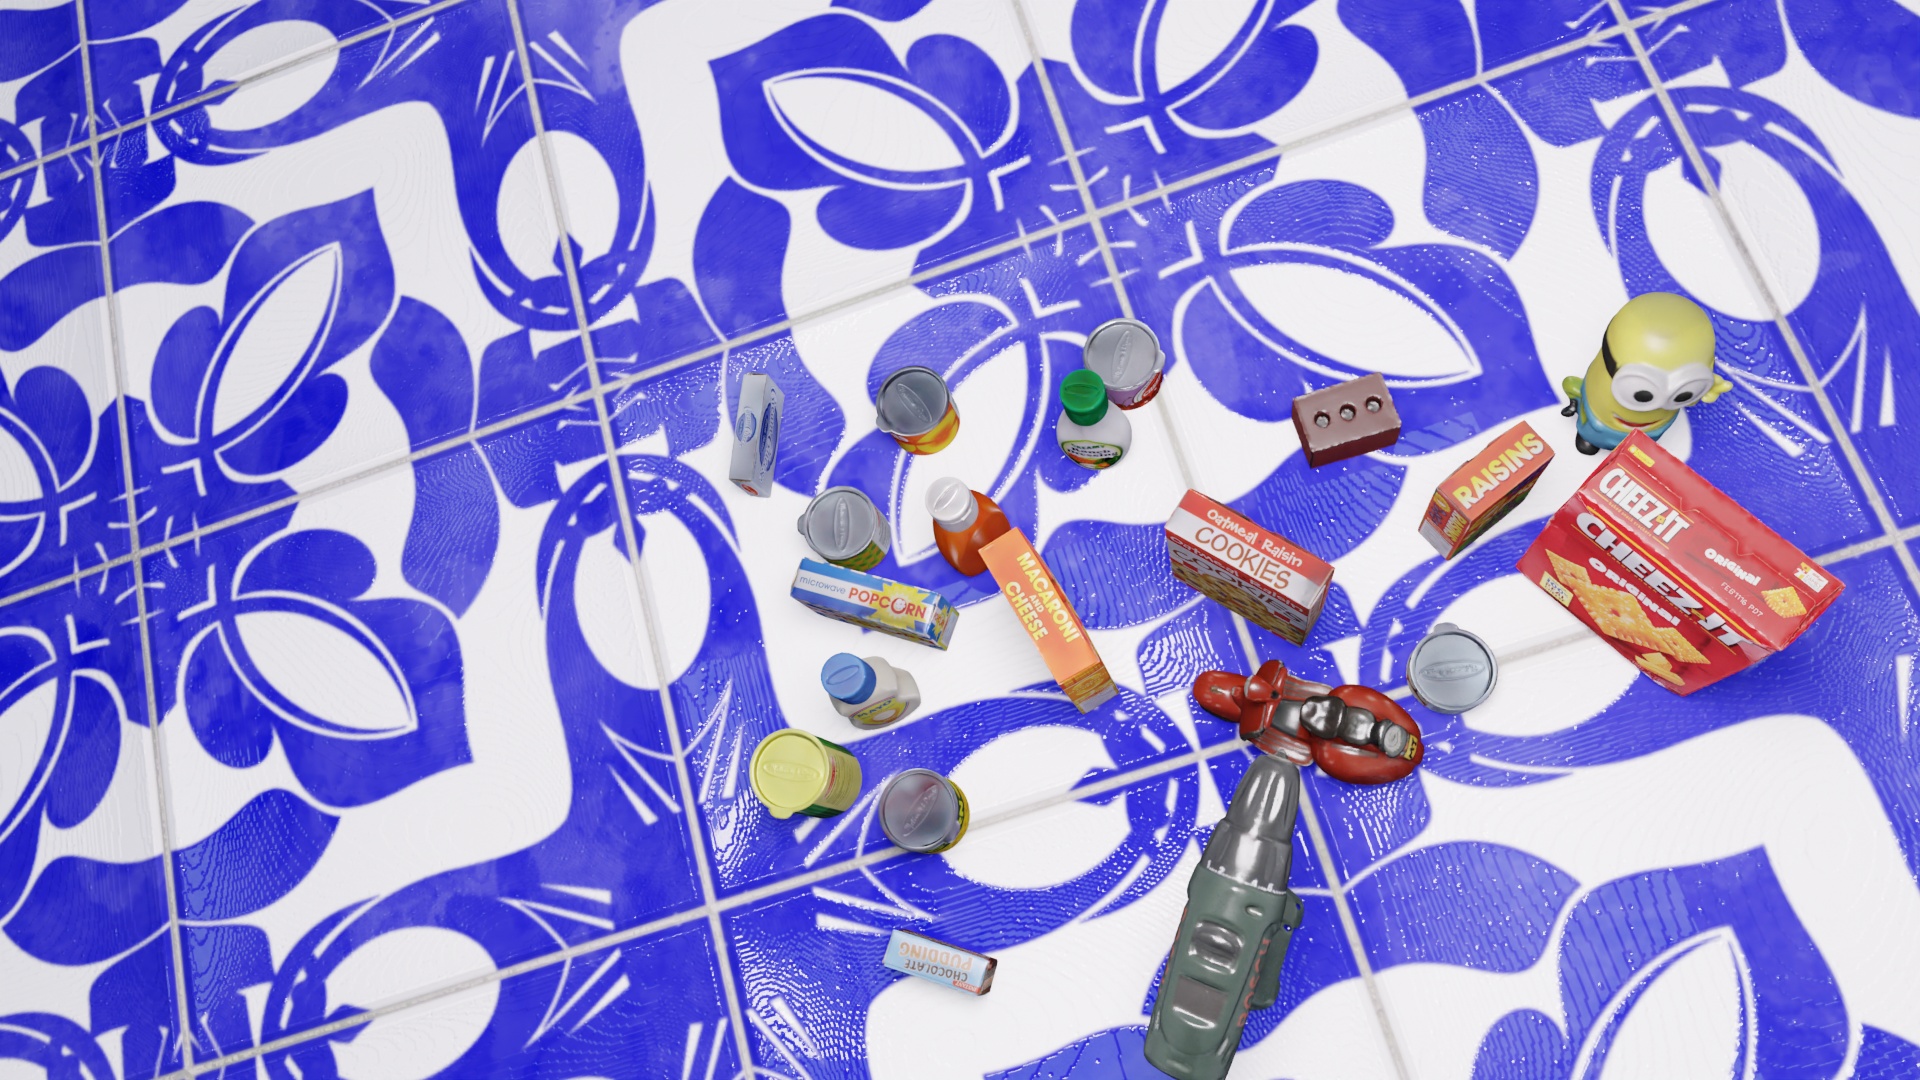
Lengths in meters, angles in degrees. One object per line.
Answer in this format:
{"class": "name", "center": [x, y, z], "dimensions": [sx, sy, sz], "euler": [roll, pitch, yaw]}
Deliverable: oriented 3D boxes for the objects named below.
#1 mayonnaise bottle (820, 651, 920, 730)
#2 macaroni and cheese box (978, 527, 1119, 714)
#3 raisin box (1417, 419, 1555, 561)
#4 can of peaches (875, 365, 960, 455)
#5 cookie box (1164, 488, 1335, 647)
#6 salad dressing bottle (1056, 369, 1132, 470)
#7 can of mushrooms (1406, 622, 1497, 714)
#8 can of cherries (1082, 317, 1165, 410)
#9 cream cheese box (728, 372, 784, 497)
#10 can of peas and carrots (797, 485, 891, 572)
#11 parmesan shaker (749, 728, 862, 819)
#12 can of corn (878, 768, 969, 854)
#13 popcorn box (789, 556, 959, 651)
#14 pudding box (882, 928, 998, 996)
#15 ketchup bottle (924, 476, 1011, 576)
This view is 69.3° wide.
{"class": "mayonnaise bottle", "center": [-0.077, 0.122, 1.133], "dimensions": [0.065, 0.148, 0.041], "euler": [-26, 72, 4]}
{"class": "macaroni and cheese box", "center": [0.074, 0.067, 1.110], "dimensions": [0.040, 0.166, 0.124], "euler": [-31, 72, 2]}
{"class": "raisin box", "center": [0.412, -0.038, 1.096], "dimensions": [0.086, 0.123, 0.040], "euler": [-38, 72, -1]}
{"class": "can of peaches", "center": [-0.039, -0.114, 1.238], "dimensions": [0.071, 0.058, 0.071], "euler": [-3, 75, 10]}
{"class": "cookie box", "center": [0.226, 0.024, 1.091], "dimensions": [0.123, 0.167, 0.040], "euler": [30, 83, 17]}
{"class": "salad dressing bottle", "center": [0.108, -0.100, 1.159], "dimensions": [0.064, 0.147, 0.044], "euler": [6, 77, 13]}
{"class": "can of mushrooms", "center": [0.391, 0.103, 1.108], "dimensions": [0.071, 0.033, 0.071], "euler": [-3, 74, 10]}
{"class": "can of cherries", "center": [0.145, -0.152, 1.213], "dimensions": [0.071, 0.058, 0.071], "euler": [-3, 75, 10]}
{"class": "cream cheese box", "center": [-0.185, -0.095, 1.264], "dimensions": [0.024, 0.053, 0.104], "euler": [3, 76, 12]}
{"class": "can of peas and carrots", "center": [-0.101, -0.008, 1.221], "dimensions": [0.071, 0.058, 0.071], "euler": [-3, 75, 10]}
{"class": "parmesan shaker", "center": [-0.127, 0.197, 1.146], "dimensions": [0.071, 0.103, 0.071], "euler": [-3, 75, 10]}
{"class": "can of corn", "center": [-0.027, 0.225, 1.142], "dimensions": [0.071, 0.058, 0.071], "euler": [-3, 75, 10]}
{"class": "popcorn box", "center": [-0.072, 0.054, 1.184], "dimensions": [0.127, 0.085, 0.038], "euler": [15, 79, 14]}
{"class": "pudding box", "center": [-0.016, 0.338, 1.114], "dimensions": [0.084, 0.049, 0.030], "euler": [14, 78, 14]}
{"class": "ketchup bottle", "center": [0.004, -0.014, 1.155], "dimensions": [0.043, 0.148, 0.065], "euler": [38, 85, 18]}
